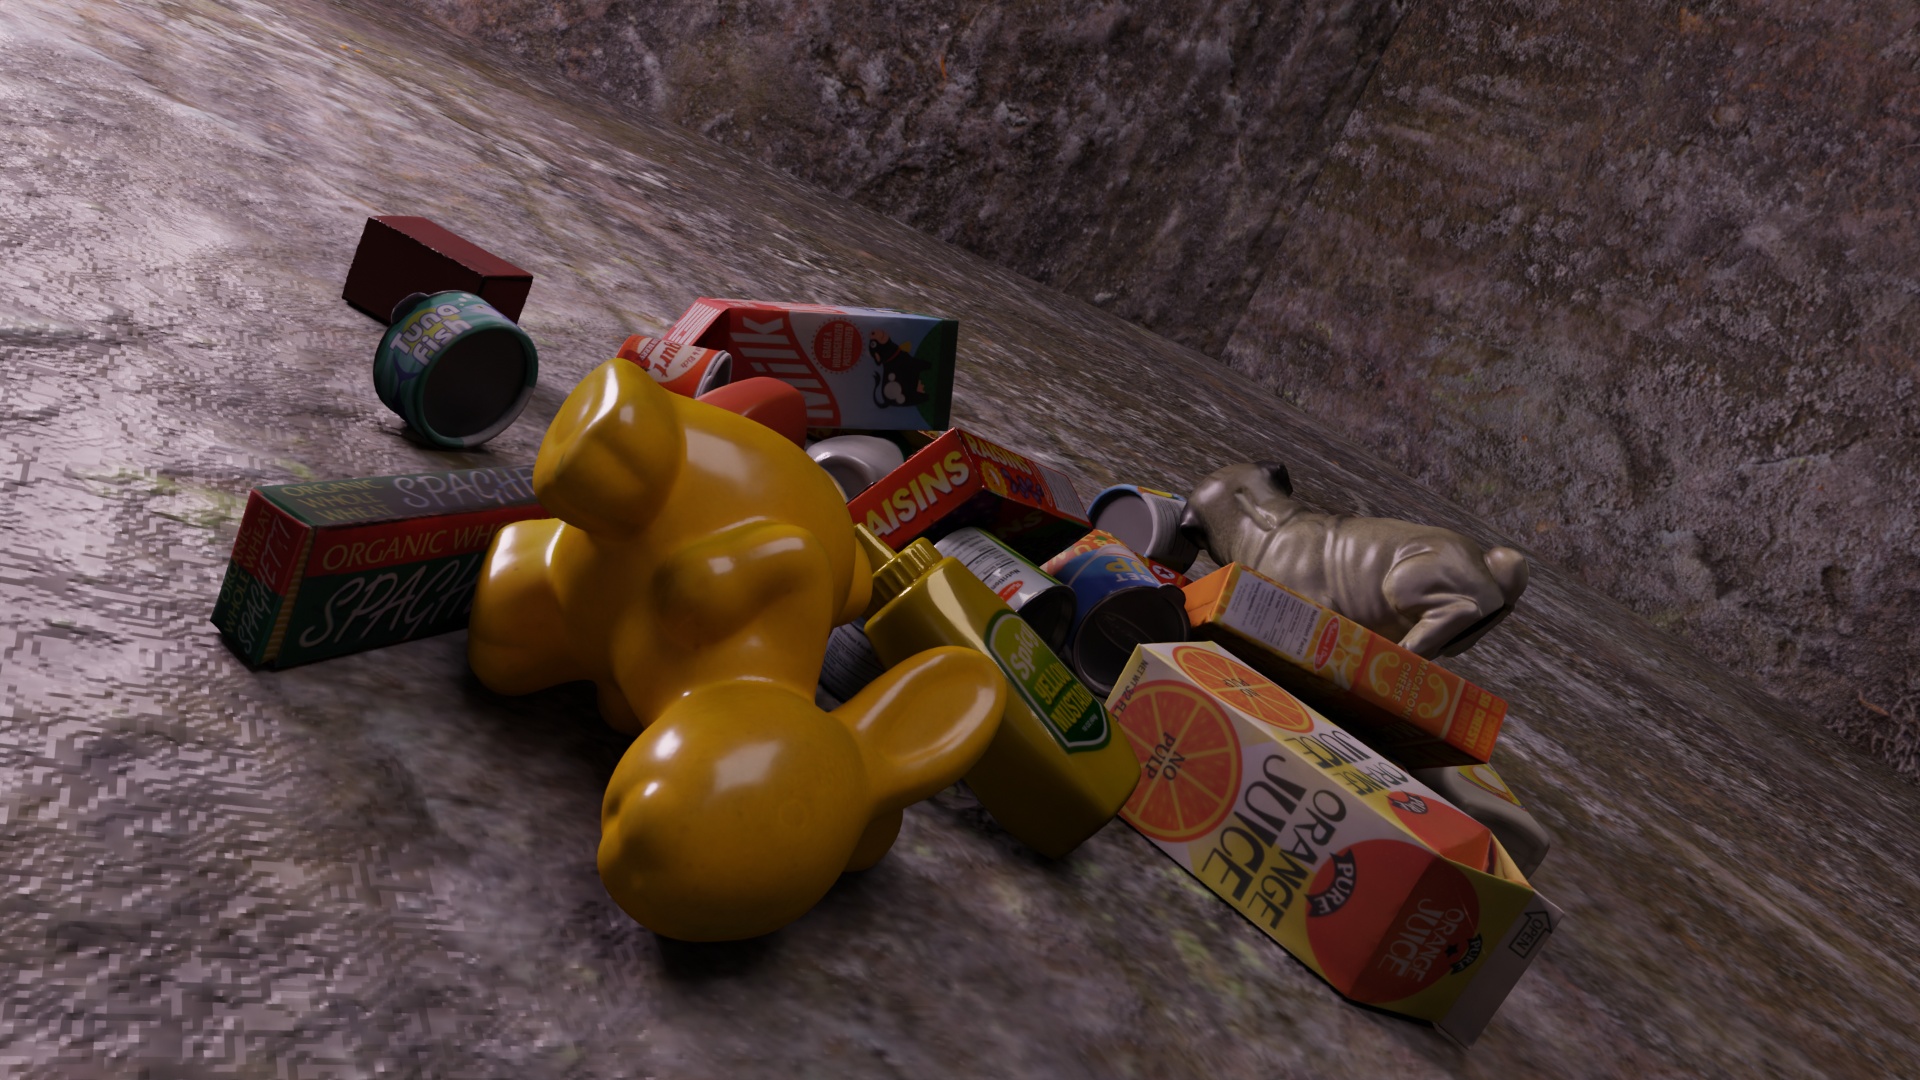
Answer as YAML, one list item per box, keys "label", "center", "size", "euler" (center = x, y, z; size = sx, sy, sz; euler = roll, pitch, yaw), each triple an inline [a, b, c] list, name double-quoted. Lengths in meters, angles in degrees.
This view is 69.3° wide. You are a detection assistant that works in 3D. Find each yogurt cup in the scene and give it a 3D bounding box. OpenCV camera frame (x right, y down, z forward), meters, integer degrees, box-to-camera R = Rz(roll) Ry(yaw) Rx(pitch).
- label: "yogurt cup"
  center: [-0.161, -0.078, 0.757]
  size: [0.054, 0.072, 0.072]
  euler: [18, 15, -1]

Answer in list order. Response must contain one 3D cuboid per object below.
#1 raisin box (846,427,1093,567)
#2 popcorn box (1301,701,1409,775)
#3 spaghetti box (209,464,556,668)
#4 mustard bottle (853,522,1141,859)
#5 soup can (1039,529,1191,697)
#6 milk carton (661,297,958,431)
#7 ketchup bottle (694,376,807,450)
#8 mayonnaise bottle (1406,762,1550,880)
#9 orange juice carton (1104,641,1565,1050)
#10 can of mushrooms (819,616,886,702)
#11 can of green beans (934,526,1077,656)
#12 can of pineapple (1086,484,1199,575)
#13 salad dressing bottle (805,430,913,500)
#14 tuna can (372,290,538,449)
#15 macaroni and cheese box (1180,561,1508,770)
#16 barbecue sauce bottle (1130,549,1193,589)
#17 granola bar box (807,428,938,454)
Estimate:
- label: "raisin box"
  center: [0.003, -0.009, 0.714]
  size: [0.123, 0.086, 0.040]
  euler: [16, 44, -59]
- label: "popcorn box"
  center: [0.172, 0.112, 0.724]
  size: [0.127, 0.038, 0.085]
  euler: [26, 14, -3]
- label: "spaghetti box"
  center: [-0.162, -0.001, 0.520]
  size: [0.029, 0.050, 0.250]
  euler: [29, 15, 16]
- label: "mustard bottle"
  center: [0.003, 0.048, 0.544]
  size: [0.160, 0.048, 0.065]
  euler: [49, 26, 2]
- label: "soup can"
  center: [0.082, 0.037, 0.763]
  size: [0.071, 0.071, 0.084]
  euler: [21, 16, -22]
- label: "milk carton"
  center: [-0.104, -0.110, 0.866]
  size: [0.191, 0.073, 0.072]
  euler: [0, 13, -24]
- label: "ketchup bottle"
  center: [-0.129, -0.042, 0.695]
  size: [0.043, 0.064, 0.149]
  euler: [21, 20, 15]
- label: "mayonnaise bottle"
  center: [0.290, 0.143, 0.814]
  size: [0.065, 0.041, 0.148]
  euler: [27, 16, -5]
- label: "orange juice carton"
  center: [0.148, 0.123, 0.585]
  size: [0.193, 0.071, 0.073]
  euler: [36, 18, 32]
- label: "can of mushrooms"
  center: [-0.030, 0.050, 0.605]
  size: [0.071, 0.033, 0.071]
  euler: [24, 15, -7]
- label: "can of green beans"
  center: [0.012, 0.035, 0.661]
  size: [0.058, 0.071, 0.071]
  euler: [35, 17, 30]
- label: "can of pineapple"
  center: [0.128, -0.004, 0.991]
  size: [0.058, 0.070, 0.071]
  euler: [9, 23, -49]
- label: "salad dressing bottle"
  center: [-0.058, -0.041, 0.845]
  size: [0.064, 0.044, 0.148]
  euler: [22, 13, 3]
- label: "tuna can"
  center: [-0.228, -0.078, 0.629]
  size: [0.033, 0.071, 0.071]
  euler: [34, 16, 25]
- label: "macaroni and cheese box"
  center: [0.199, 0.074, 0.779]
  size: [0.166, 0.040, 0.123]
  euler: [27, -15, -4]
- label: "barbecue sauce bottle"
  center: [0.073, 0.013, 0.878]
  size: [0.148, 0.043, 0.065]
  euler: [28, 22, 7]
- label: "granola bar box"
  center: [-0.097, -0.104, 0.994]
  size: [0.165, 0.039, 0.124]
  euler: [25, 15, -7]
